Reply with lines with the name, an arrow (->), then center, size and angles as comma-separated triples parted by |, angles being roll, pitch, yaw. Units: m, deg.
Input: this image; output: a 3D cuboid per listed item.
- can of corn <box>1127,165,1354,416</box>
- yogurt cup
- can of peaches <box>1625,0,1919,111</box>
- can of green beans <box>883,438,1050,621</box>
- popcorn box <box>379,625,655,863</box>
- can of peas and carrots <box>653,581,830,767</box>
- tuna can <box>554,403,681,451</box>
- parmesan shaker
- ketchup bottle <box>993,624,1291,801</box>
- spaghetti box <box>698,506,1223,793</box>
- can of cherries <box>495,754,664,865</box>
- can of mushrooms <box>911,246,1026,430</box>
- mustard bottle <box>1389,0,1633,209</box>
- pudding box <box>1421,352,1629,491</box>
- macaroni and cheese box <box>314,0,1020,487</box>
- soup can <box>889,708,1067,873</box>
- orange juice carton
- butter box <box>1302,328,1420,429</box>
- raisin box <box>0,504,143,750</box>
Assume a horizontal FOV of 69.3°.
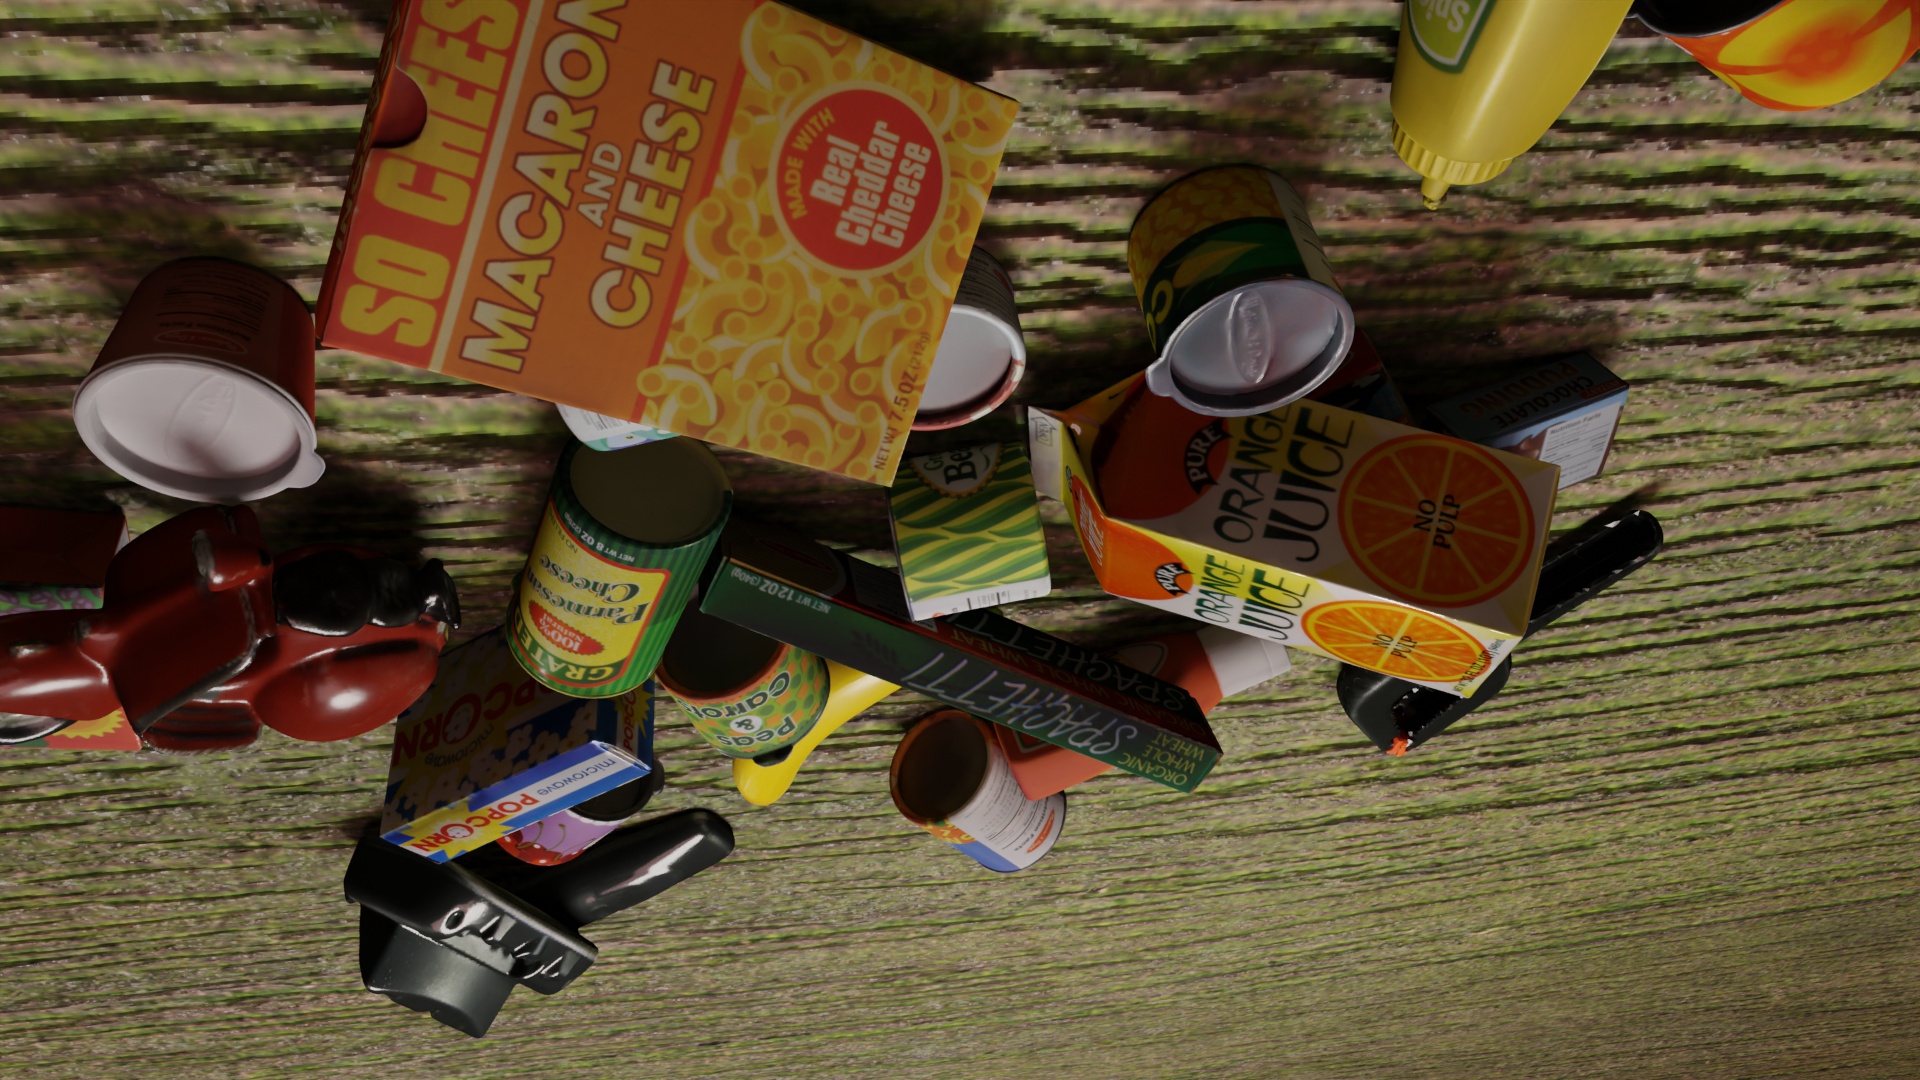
can of corn -> 0.093, -0.086, 0.483 | 0.071, 0.058, 0.070 | -7, 144, -5
yogurt cup -> -0.243, -0.053, 0.450 | 0.072, 0.054, 0.072 | -6, 143, -5
can of peaches -> 0.239, -0.166, 0.404 | 0.058, 0.071, 0.071 | 16, 137, -31
can of green beans -> 0.002, -0.005, 0.564 | 0.058, 0.071, 0.071 | -11, 144, 0
popcorn box -> -0.194, 0.080, 0.616 | 0.126, 0.085, 0.038 | -25, 140, 20
can of peas and carrots -> -0.098, 0.058, 0.620 | 0.071, 0.071, 0.058 | -14, 143, 5
tuna can -> -0.110, -0.065, 0.459 | 0.033, 0.071, 0.070 | -10, 144, 10
parmesan shaker -> -0.139, 0.006, 0.548 | 0.071, 0.071, 0.102 | 9, 139, -24
ketchup bottle -> 0.092, 0.078, 0.703 | 0.149, 0.065, 0.043 | -23, 123, 4
spaghetti box -> 0.004, 0.051, 0.609 | 0.250, 0.050, 0.028 | 23, 111, -21
can of cherries -> -0.192, 0.120, 0.685 | 0.071, 0.072, 0.058 | 23, 133, -37
can of mushrooms -> -0.012, -0.071, 0.499 | 0.071, 0.033, 0.070 | -7, 144, -5
mustard bottle -> 0.158, -0.152, 0.406 | 0.049, 0.065, 0.159 | -10, 148, -6
pudding box -> 0.231, -0.041, 0.576 | 0.084, 0.030, 0.049 | -20, 136, -15
macaroni and cheese box -> -0.079, -0.095, 0.393 | 0.166, 0.040, 0.123 | 13, 101, -28
soup can -> 0.008, 0.136, 0.758 | 0.071, 0.072, 0.083 | -25, 140, 19
orange juice carton -> 0.118, -0.009, 0.537 | 0.193, 0.073, 0.071 | 17, 158, 11
butter box -> 0.165, -0.042, 0.587 | 0.053, 0.024, 0.103 | -26, 141, 20
raisin box -> -0.377, 0.037, 0.554 | 0.086, 0.040, 0.122 | 4, 140, -20
